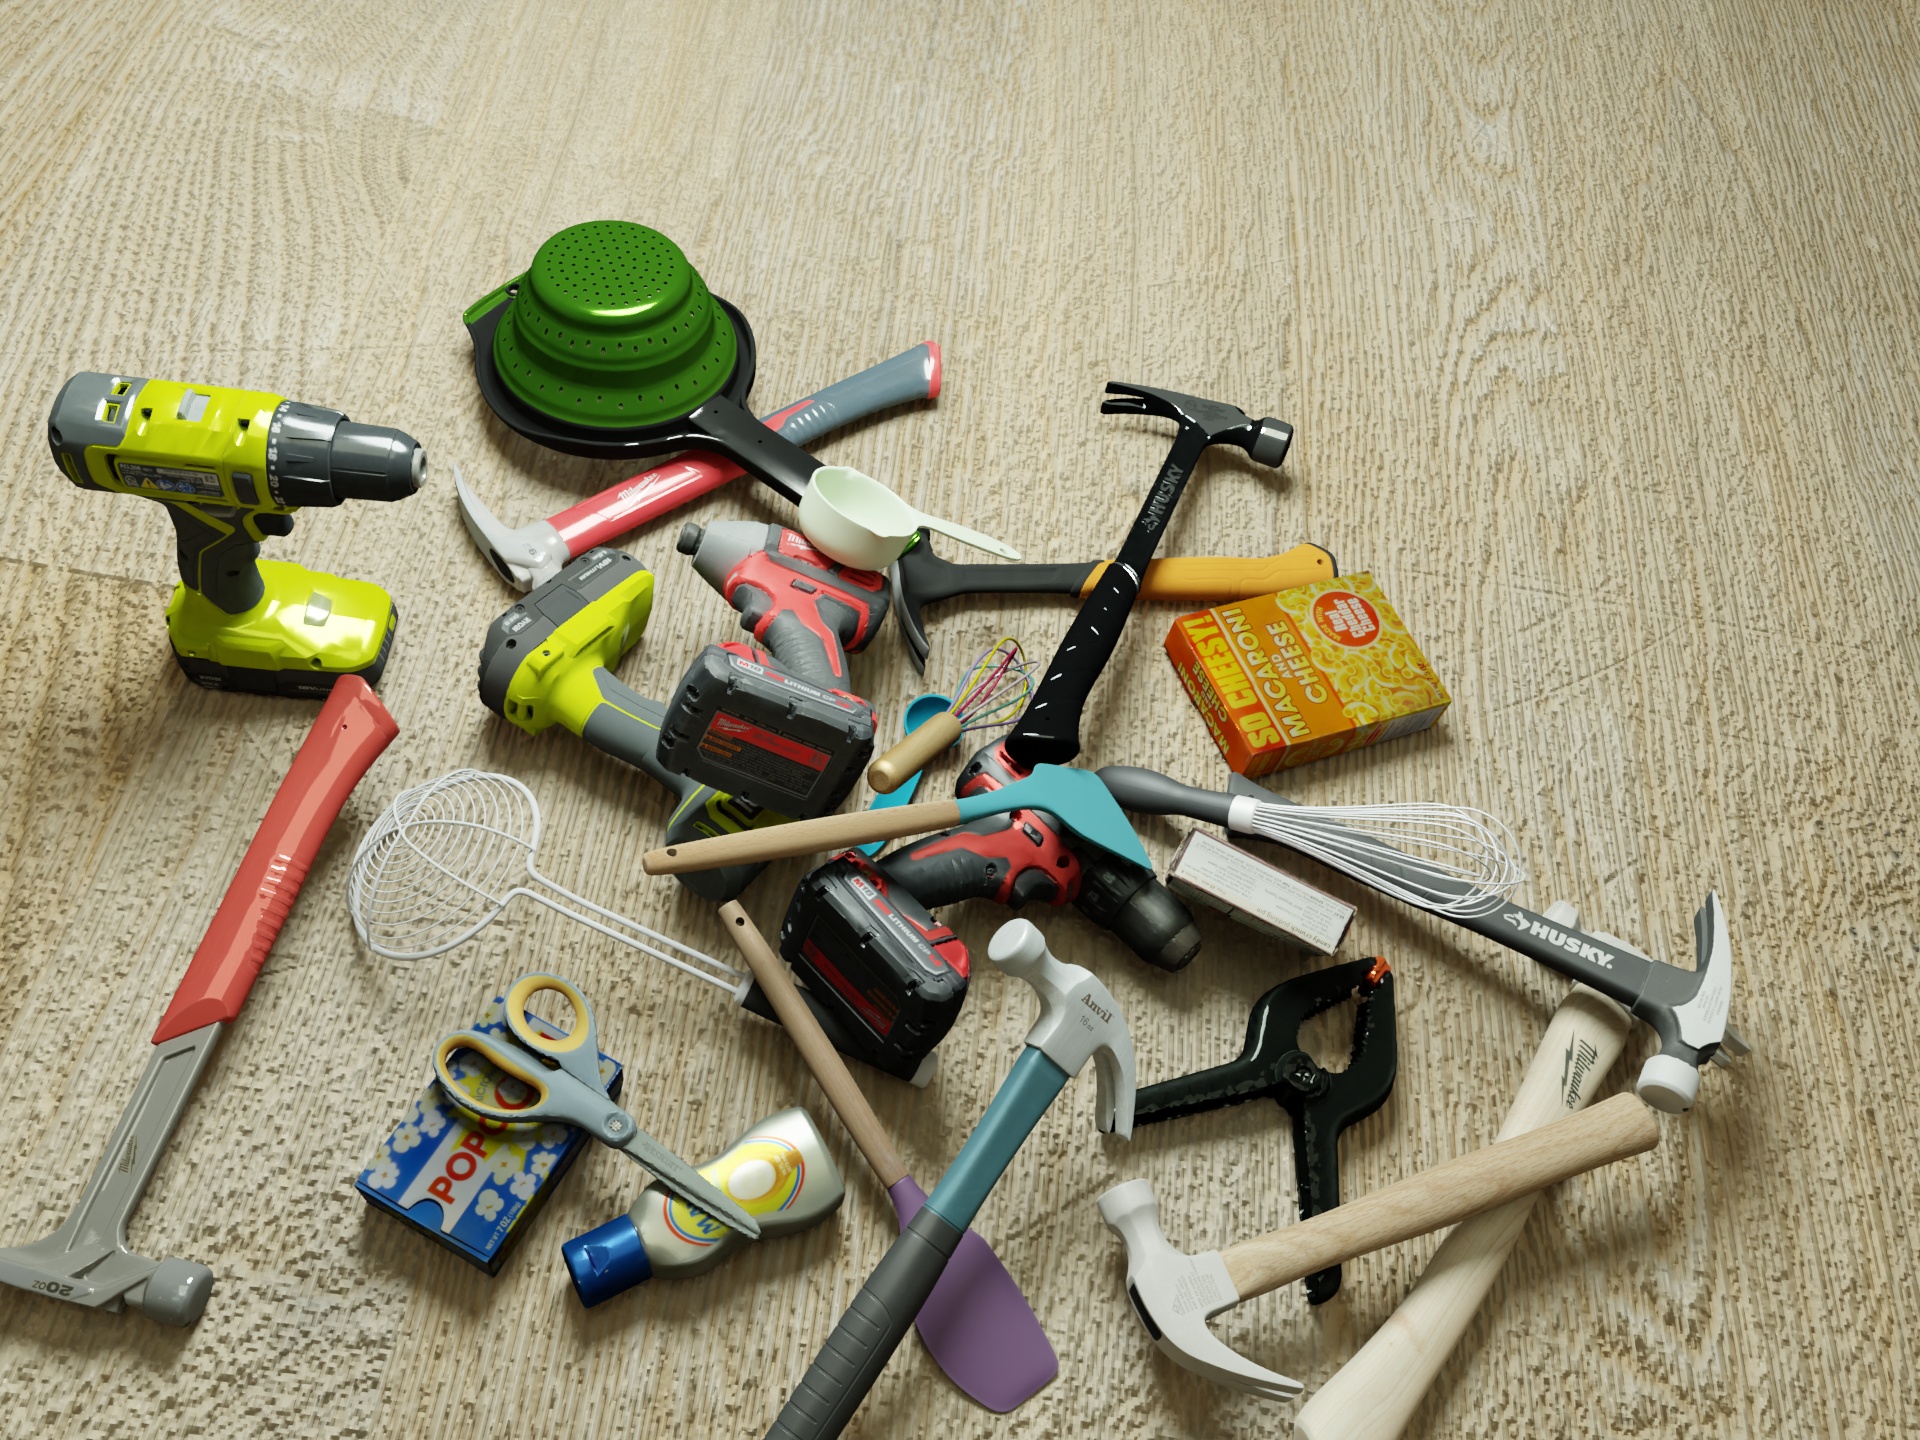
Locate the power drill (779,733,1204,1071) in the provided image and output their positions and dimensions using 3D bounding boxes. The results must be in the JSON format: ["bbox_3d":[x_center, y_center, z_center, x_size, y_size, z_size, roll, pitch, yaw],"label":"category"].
[{"bbox_3d":[0.026,0.117,0.958,0.188,0.080,0.227,43,46,18],"label":"power drill"}]

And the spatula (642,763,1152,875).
[{"bbox_3d":[-0.028,0.065,0.911,0.317,0.044,0.082,-7,49,-28],"label":"spatula"}]

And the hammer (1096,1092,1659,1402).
[{"bbox_3d":[0.250,0.277,0.892,0.331,0.031,0.130,-14,58,-16],"label":"hammer"}]

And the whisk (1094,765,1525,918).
[{"bbox_3d":[0.212,0.067,1.008,0.285,0.070,0.070,13,51,29],"label":"whisk"}]

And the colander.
[{"bbox_3d":[-0.186,-0.246,1.122,0.397,0.094,0.204,35,57,17],"label":"colander"}]

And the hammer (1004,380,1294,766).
[{"bbox_3d":[0.117,-0.115,1.124,0.149,0.036,0.409,21,49,9],"label":"hammer"}]

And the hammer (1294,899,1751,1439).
[{"bbox_3d":[0.327,0.288,0.939,0.146,0.038,0.411,37,59,13],"label":"hammer"}]

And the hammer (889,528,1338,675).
[{"bbox_3d":[0.117,-0.098,1.159,0.336,0.034,0.127,-2,56,-12],"label":"hammer"}]

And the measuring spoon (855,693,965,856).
[{"bbox_3d":[-0.038,0.039,1.055,0.042,0.021,0.129,27,65,3],"label":"measuring spoon"}]

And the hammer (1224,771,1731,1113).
[{"bbox_3d":[0.322,0.113,1.021,0.335,0.035,0.146,25,57,20],"label":"hammer"}]

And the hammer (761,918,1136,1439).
[{"bbox_3d":[-0.018,0.273,0.834,0.128,0.033,0.331,43,71,-21],"label":"hammer"}]

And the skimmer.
[{"bbox_3d":[-0.188,0.139,0.949,0.363,0.090,0.127,26,62,-5],"label":"skimmer"}]

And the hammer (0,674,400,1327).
[{"bbox_3d":[-0.414,0.133,0.876,0.149,0.036,0.359,16,65,1],"label":"hammer"}]

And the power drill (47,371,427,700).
[{"bbox_3d":[-0.409,-0.108,0.952,0.190,0.228,0.080,6,56,-6],"label":"power drill"}]

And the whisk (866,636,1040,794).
[{"bbox_3d":[-0.002,-0.005,1.010,0.051,0.047,0.245,26,25,13],"label":"whisk"}]

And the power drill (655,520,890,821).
[{"bbox_3d":[-0.117,-0.047,0.980,0.143,0.078,0.220,23,32,-16],"label":"power drill"}]

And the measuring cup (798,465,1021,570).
[{"bbox_3d":[-0.033,-0.120,1.067,0.167,0.038,0.083,15,33,-33],"label":"measuring cup"}]

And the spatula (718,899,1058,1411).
[{"bbox_3d":[-0.051,0.236,0.886,0.060,0.018,0.316,-28,77,-23],"label":"spatula"}]

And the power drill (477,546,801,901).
[{"bbox_3d":[-0.180,-0.006,1.020,0.223,0.080,0.171,36,50,9],"label":"power drill"}]

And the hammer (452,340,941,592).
[{"bbox_3d":[-0.177,-0.207,1.177,0.386,0.038,0.143,-32,65,-27],"label":"hammer"}]
